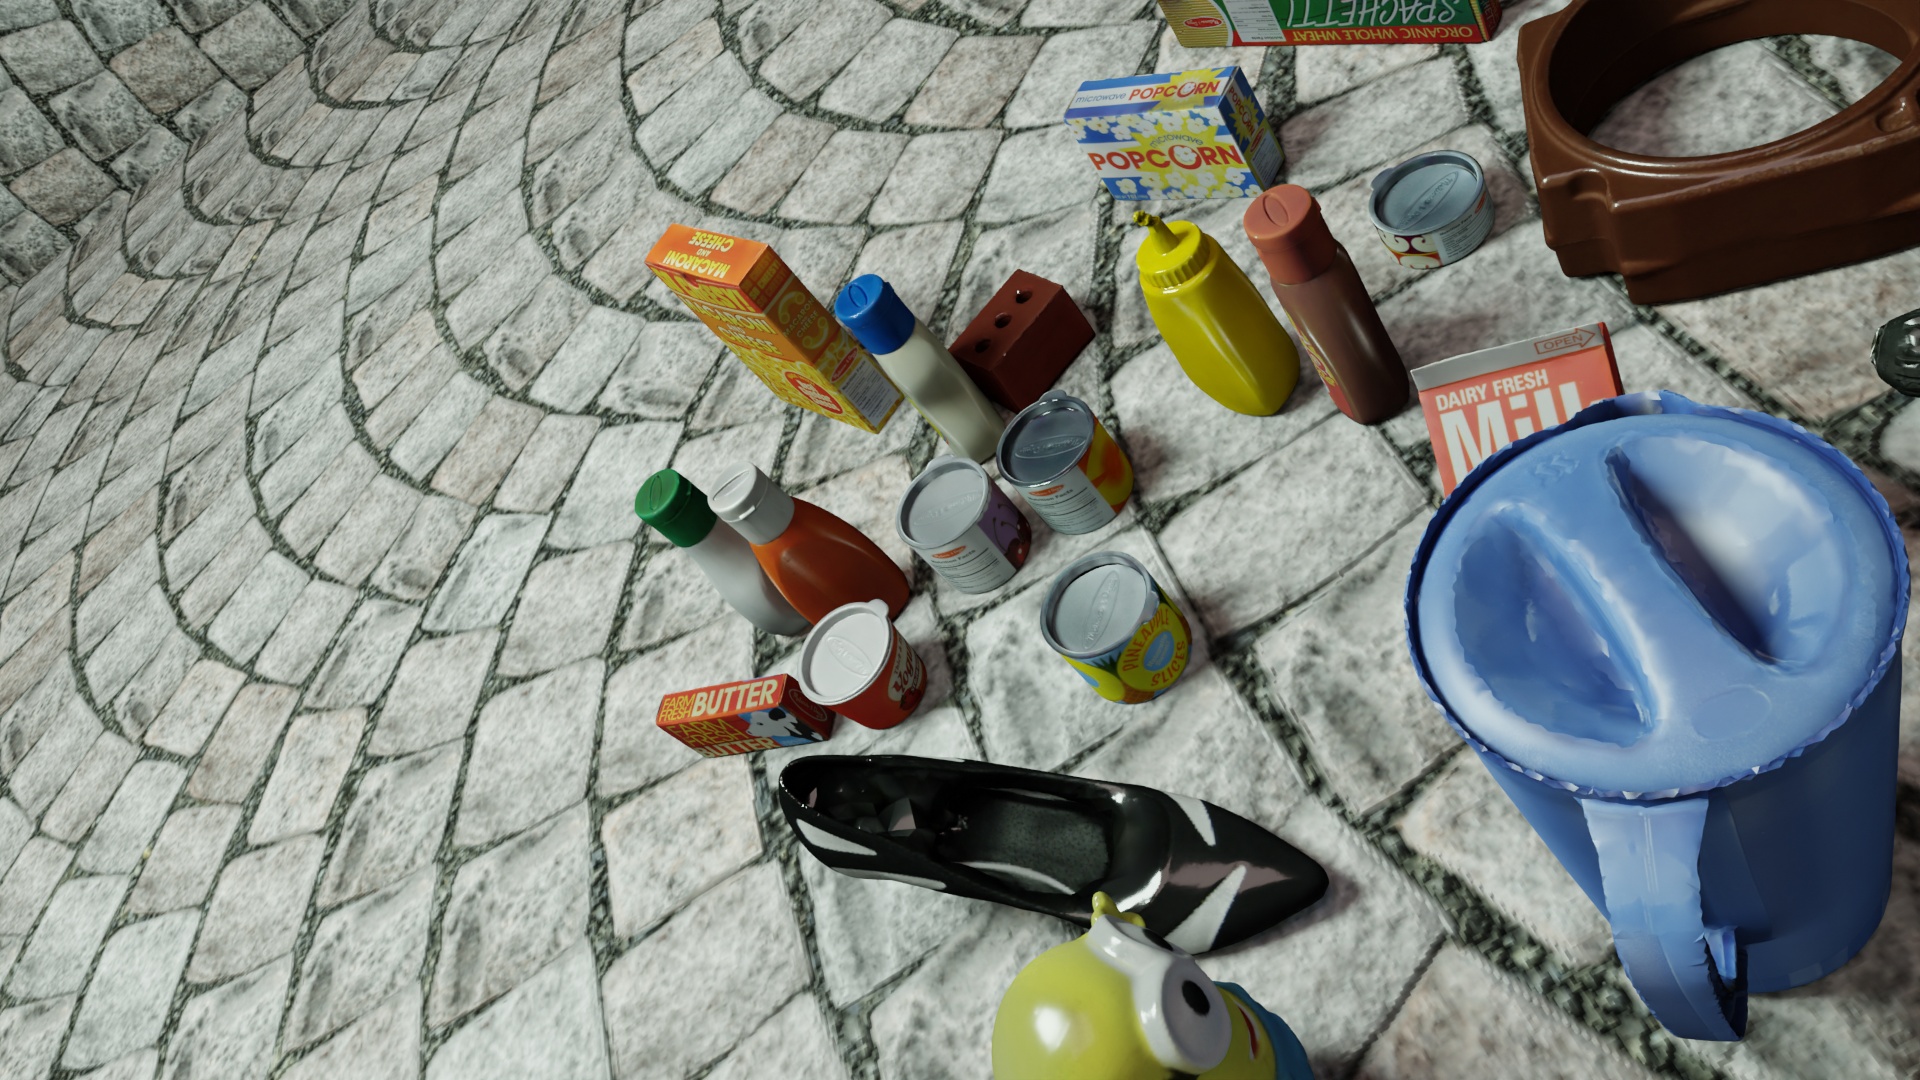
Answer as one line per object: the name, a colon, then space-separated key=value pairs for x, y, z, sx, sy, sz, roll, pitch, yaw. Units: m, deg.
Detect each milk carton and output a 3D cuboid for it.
milk carton: x=0.253 y=-0.025 z=0.593 sx=0.072 sy=0.190 sz=0.074 roll=-15 pitch=51 yaw=28

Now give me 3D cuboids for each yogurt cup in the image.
yogurt cup: x=-0.057 y=0.079 z=0.841 sx=0.072 sy=0.054 sz=0.073 roll=-20 pitch=48 yaw=24

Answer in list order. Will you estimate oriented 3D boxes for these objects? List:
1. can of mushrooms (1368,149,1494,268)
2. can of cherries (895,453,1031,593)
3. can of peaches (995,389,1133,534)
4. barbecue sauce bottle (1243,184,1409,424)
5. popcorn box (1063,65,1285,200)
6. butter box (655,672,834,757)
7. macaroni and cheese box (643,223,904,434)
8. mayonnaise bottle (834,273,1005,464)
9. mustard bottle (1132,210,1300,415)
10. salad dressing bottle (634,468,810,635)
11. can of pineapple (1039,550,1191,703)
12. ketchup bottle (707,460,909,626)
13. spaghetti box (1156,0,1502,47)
can of mushrooms: x=0.277 y=-0.196 z=0.821 sx=0.071 sy=0.033 sz=0.071 roll=-20 pitch=48 yaw=24
can of cherries: x=0.003 y=-0.011 z=0.863 sx=0.071 sy=0.058 sz=0.072 roll=-20 pitch=48 yaw=24
can of peaches: x=0.065 y=-0.047 z=0.845 sx=0.071 sy=0.058 sz=0.071 roll=-20 pitch=48 yaw=24
barbecue sauce bottle: x=0.196 y=-0.127 z=0.744 sx=0.043 sy=0.148 sz=0.065 roll=-29 pitch=45 yaw=16
popcorn box: x=0.143 y=-0.273 z=0.941 sx=0.126 sy=0.085 sz=0.038 roll=10 pitch=65 yaw=41
butter box: x=-0.136 y=0.111 z=0.876 sx=0.103 sy=0.053 sz=0.024 roll=-12 pitch=52 yaw=29
macaroni and cheese box: x=-0.132 y=-0.150 z=0.990 sx=0.124 sy=0.166 sz=0.040 roll=22 pitch=73 yaw=44
mayonnaise bottle: x=-0.025 y=-0.111 z=0.895 sx=0.041 sy=0.147 sz=0.065 roll=-38 pitch=44 yaw=7
mustard bottle: x=0.138 y=-0.133 z=0.783 sx=0.065 sy=0.160 sz=0.049 roll=25 pitch=75 yaw=45
salad dressing bottle: x=-0.148 y=0.008 z=0.895 sx=0.044 sy=0.147 sz=0.064 roll=-24 pitch=47 yaw=21
can of pineapple: x=0.087 y=0.049 z=0.756 sx=0.071 sy=0.057 sz=0.071 roll=-20 pitch=48 yaw=24
ketchup bottle: x=-0.095 y=0.007 z=0.856 sx=0.064 sy=0.148 sz=0.044 roll=-37 pitch=44 yaw=8
spaghetti box: x=0.249 y=-0.371 z=0.964 sx=0.250 sy=0.050 sz=0.029 roll=18 pitch=71 yaw=43
